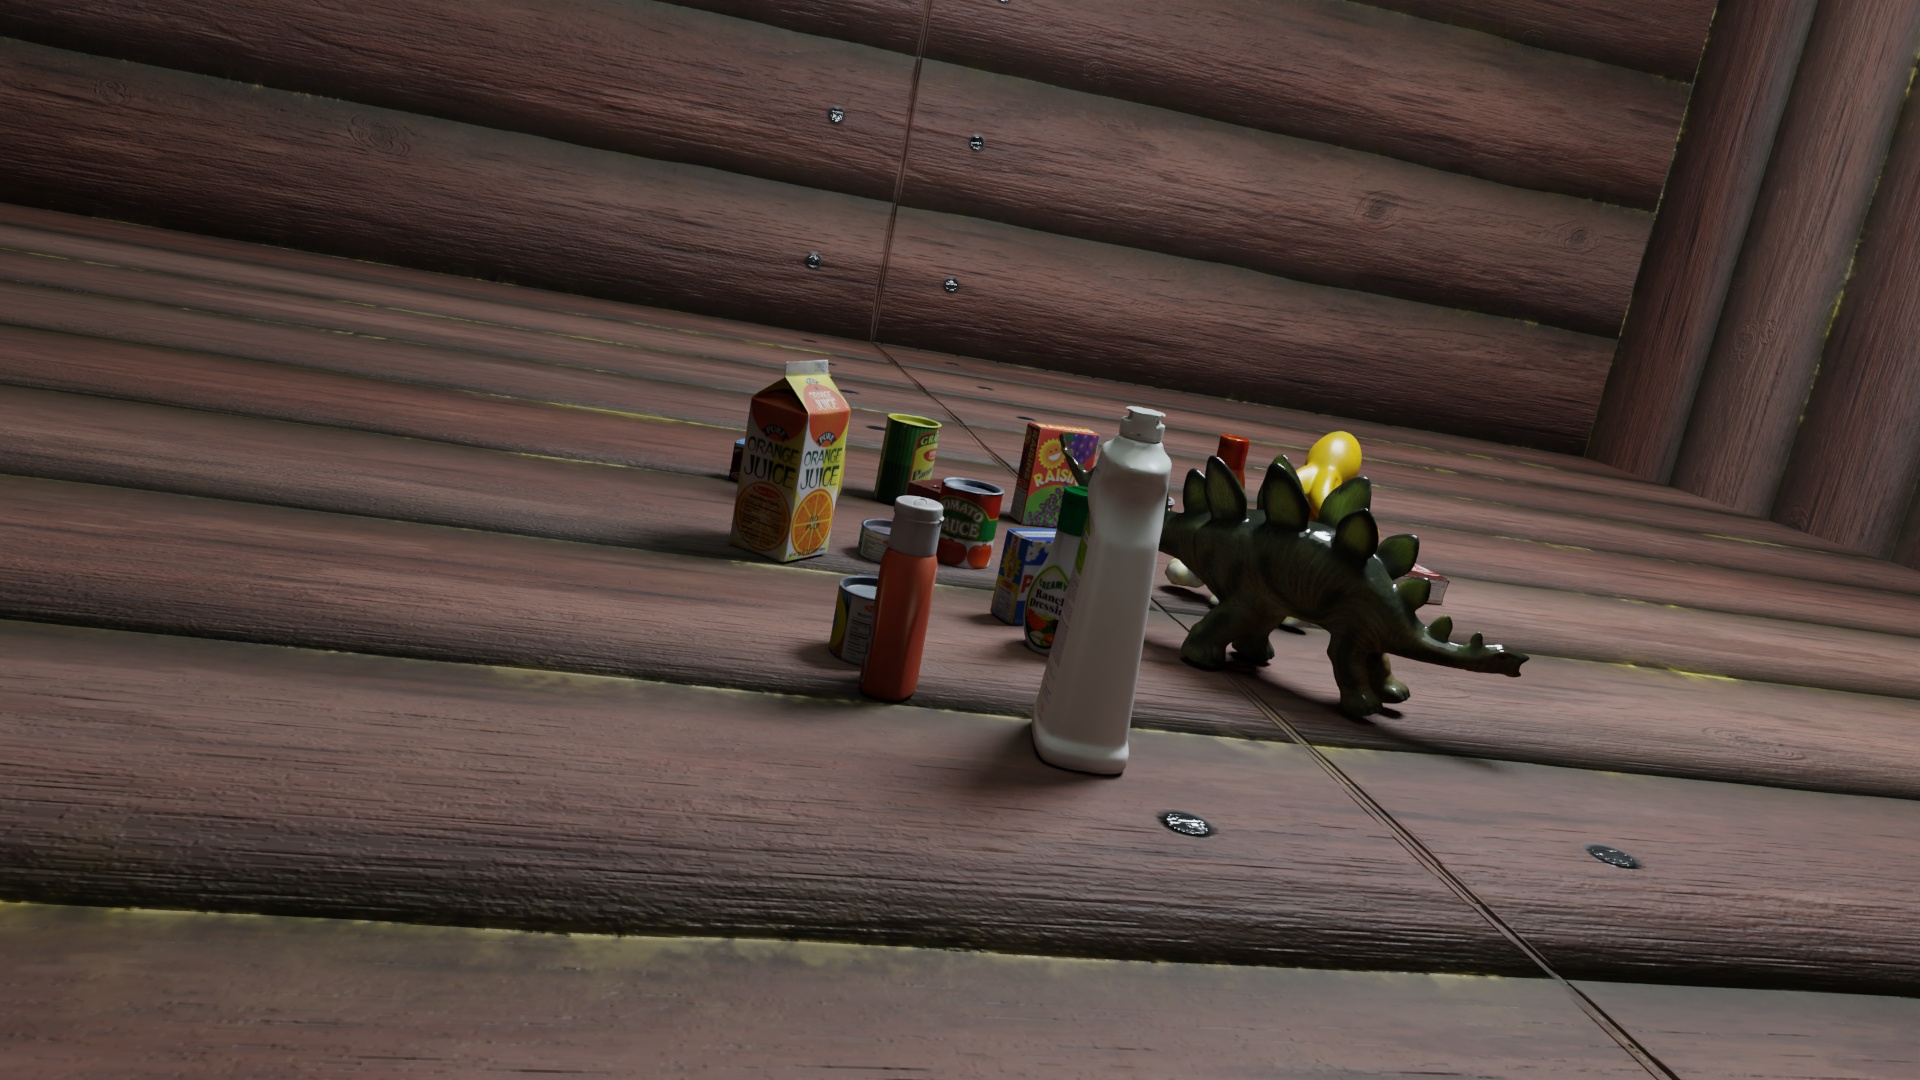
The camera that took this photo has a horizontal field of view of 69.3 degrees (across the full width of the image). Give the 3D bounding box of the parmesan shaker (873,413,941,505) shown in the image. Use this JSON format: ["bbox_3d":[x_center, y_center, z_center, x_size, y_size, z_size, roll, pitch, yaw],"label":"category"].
[{"bbox_3d":[-0.064,-0.097,1.688,0.071,0.102,0.071,10,13,-2],"label":"parmesan shaker"}]

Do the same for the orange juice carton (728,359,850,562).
[{"bbox_3d":[-0.164,-0.082,1.359,0.073,0.192,0.072,18,15,27],"label":"orange juice carton"}]

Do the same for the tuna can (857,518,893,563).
[{"bbox_3d":[-0.071,0.001,1.432,0.071,0.032,0.071,10,14,-2],"label":"tuna can"}]

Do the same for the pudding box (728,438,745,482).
[{"bbox_3d":[-0.227,-0.087,1.636,0.084,0.049,0.030,14,13,12],"label":"pudding box"}]

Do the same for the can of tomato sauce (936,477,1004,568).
[{"bbox_3d":[0.005,-0.018,1.465,0.071,0.083,0.071,10,13,-2],"label":"can of tomato sauce"}]

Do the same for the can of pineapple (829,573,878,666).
[{"bbox_3d":[-0.070,0.065,1.123,0.071,0.057,0.071,10,13,-2],"label":"can of pineapple"}]

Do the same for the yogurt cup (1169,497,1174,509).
[{"bbox_3d":[0.232,-0.032,1.759,0.072,0.053,0.072,10,13,-2],"label":"yogurt cup"}]

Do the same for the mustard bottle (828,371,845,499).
[{"bbox_3d":[-0.158,-0.114,1.562,0.065,0.159,0.049,11,13,1],"label":"mustard bottle"}]

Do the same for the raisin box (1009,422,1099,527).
[{"bbox_3d":[0.116,-0.080,1.714,0.086,0.123,0.040,5,14,-24],"label":"raisin box"}]

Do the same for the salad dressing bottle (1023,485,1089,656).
[{"bbox_3d":[0.094,0.027,1.213,0.064,0.147,0.044,20,16,35],"label":"salad dressing bottle"}]

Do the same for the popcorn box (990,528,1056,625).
[{"bbox_3d":[0.094,0.034,1.317,0.127,0.085,0.038,1,17,-37],"label":"popcorn box"}]

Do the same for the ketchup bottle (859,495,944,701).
[{"bbox_3d":[-0.042,0.042,1.043,0.043,0.148,0.065,12,13,4],"label":"ketchup bottle"}]

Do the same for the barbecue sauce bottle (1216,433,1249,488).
[{"bbox_3d":[0.327,-0.057,1.733,0.044,0.148,0.065,5,14,-23],"label":"barbecue sauce bottle"}]
